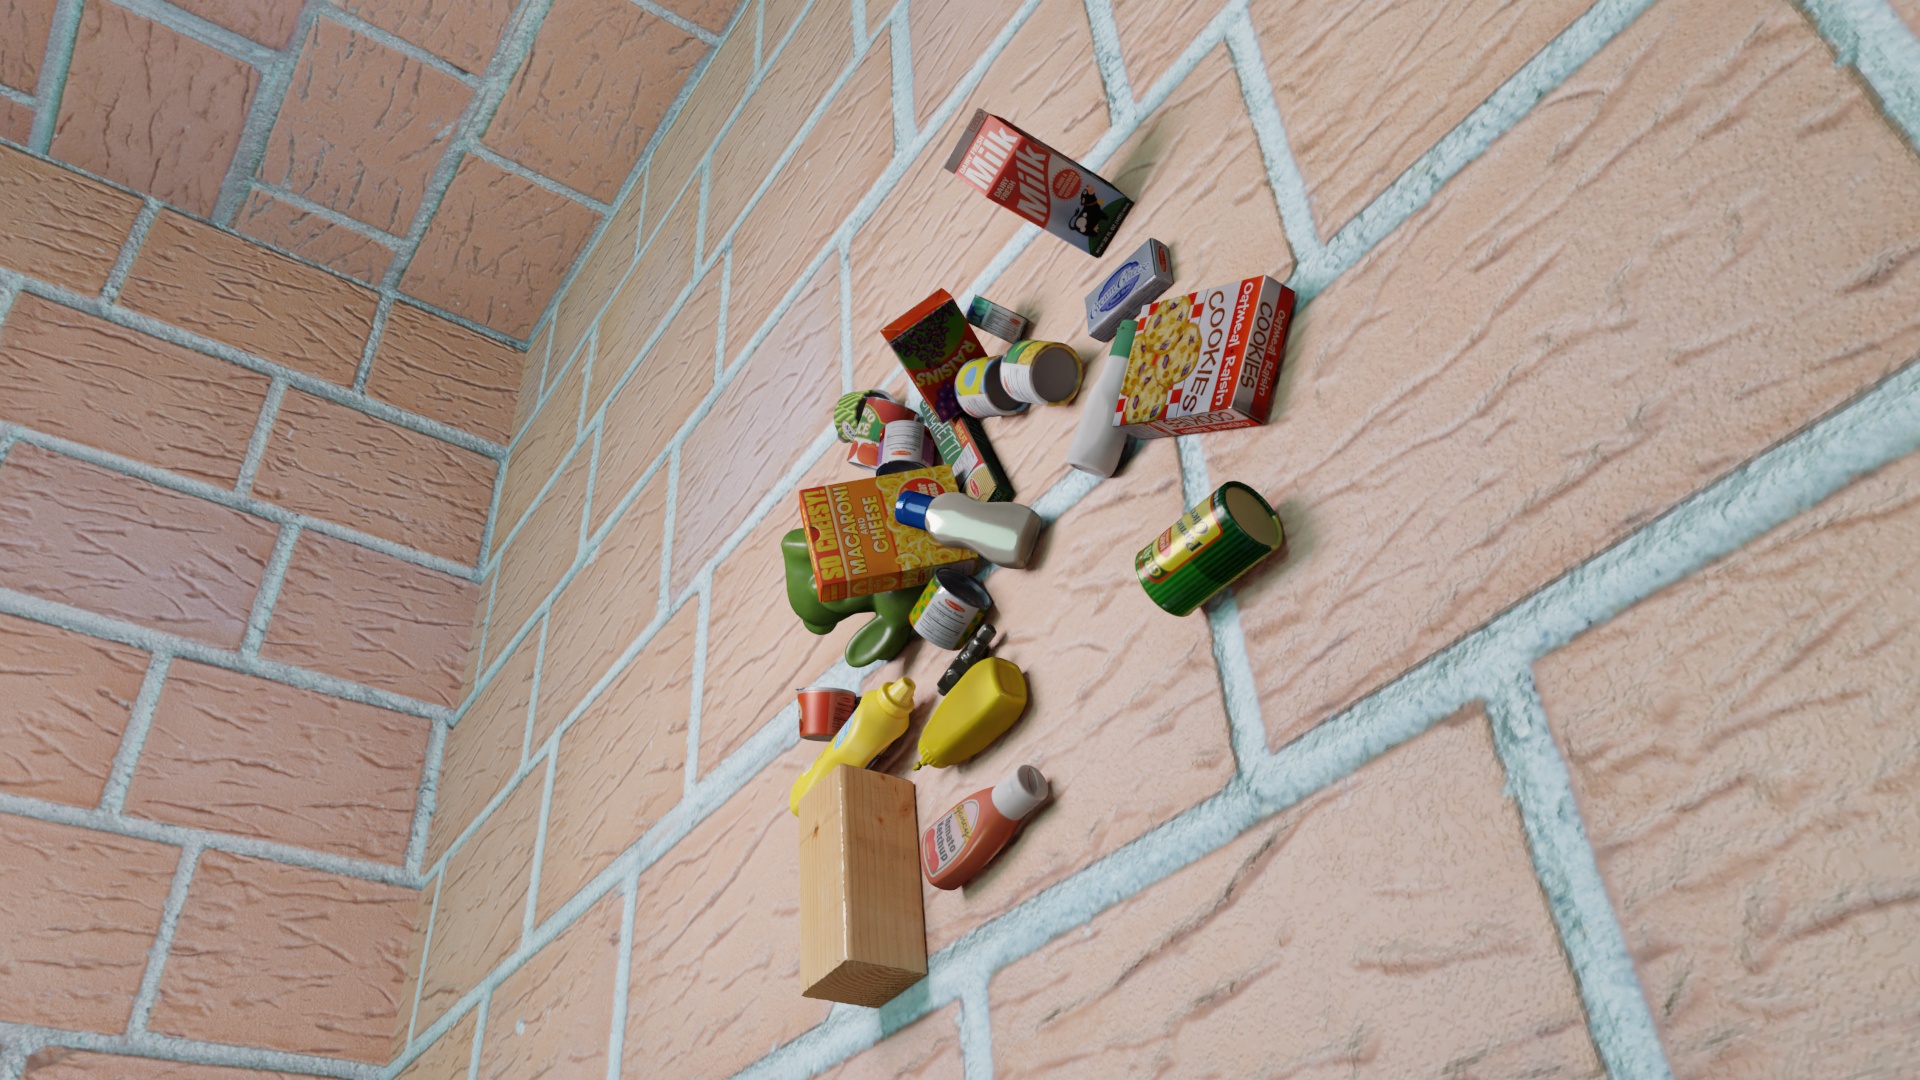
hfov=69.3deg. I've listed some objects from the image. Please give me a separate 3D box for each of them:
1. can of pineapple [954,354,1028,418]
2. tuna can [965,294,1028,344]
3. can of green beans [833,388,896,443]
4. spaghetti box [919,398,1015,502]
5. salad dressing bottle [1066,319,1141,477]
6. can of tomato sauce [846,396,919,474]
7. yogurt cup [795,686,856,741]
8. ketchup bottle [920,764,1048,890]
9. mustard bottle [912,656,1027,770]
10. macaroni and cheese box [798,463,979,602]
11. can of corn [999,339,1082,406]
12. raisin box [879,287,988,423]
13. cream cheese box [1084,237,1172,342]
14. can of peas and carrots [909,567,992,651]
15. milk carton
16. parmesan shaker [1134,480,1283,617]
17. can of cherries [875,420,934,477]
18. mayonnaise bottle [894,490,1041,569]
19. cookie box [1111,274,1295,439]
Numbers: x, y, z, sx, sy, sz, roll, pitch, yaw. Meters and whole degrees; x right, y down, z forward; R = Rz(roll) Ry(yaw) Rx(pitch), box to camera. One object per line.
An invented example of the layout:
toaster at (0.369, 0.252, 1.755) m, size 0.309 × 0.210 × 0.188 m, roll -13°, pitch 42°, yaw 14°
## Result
can of pineapple at (0.037, -0.167, 1.491) m, size 0.058 × 0.071 × 0.071 m, roll 2°, pitch 73°, yaw 59°
tuna can at (0.038, -0.245, 1.541) m, size 0.032 × 0.071 × 0.071 m, roll -65°, pitch 29°, yaw 8°
can of green beans at (-0.117, -0.155, 1.740) m, size 0.058 × 0.071 × 0.071 m, roll 2°, pitch 73°, yaw 59°
spaghetti box at (0.004, -0.105, 1.542) m, size 0.050 × 0.028 × 0.251 m, roll -55°, pitch 32°, yaw 23°
salad dressing bottle at (0.145, -0.135, 1.313) m, size 0.147 × 0.044 × 0.064 m, roll -70°, pitch 18°, yaw -5°
can of tomato sauce at (-0.096, -0.125, 1.680) m, size 0.071 × 0.071 × 0.083 m, roll 9°, pitch 80°, yaw 60°
yogurt cup at (-0.153, 0.197, 1.569) m, size 0.072 × 0.072 × 0.054 m, roll -21°, pitch 62°, yaw 53°
ketchup bottle at (0.022, 0.256, 1.258) m, size 0.148 × 0.043 × 0.065 m, roll -46°, pitch 36°, yaw 33°
mustard bottle at (0.002, 0.177, 1.338) m, size 0.159 × 0.049 × 0.065 m, roll -47°, pitch 36°, yaw 34°
macaroni and cheese box at (-0.077, -0.010, 1.457) m, size 0.040 × 0.167 × 0.124 m, roll 97°, pitch 160°, yaw -57°
can of corn at (0.085, -0.173, 1.418) m, size 0.058 × 0.071 × 0.071 m, roll 19°, pitch 88°, yaw 60°
raisin box at (-0.019, -0.201, 1.521) m, size 0.086 × 0.123 × 0.040 m, roll -35°, pitch 35°, yaw -2°
cream cheese box at (0.165, -0.246, 1.374) m, size 0.103 × 0.024 × 0.053 m, roll -39°, pitch 40°, yaw 41°
can of peas and carrots at (-0.010, 0.070, 1.415) m, size 0.058 × 0.071 × 0.071 m, roll -58°, pitch 31°, yaw 20°
milk carton at (0.077, -0.372, 1.433) m, size 0.072 × 0.190 × 0.074 m, roll -58°, pitch 31°, yaw 19°
parmesan shaker at (0.198, 0.005, 1.110) m, size 0.102 × 0.071 × 0.071 m, roll -43°, pitch 38°, yaw 37°
can of cherries at (-0.064, -0.097, 1.615) m, size 0.071 × 0.071 × 0.058 m, roll -34°, pitch 43°, yaw 45°
mayonnaise bottle at (0.005, -0.018, 1.397) m, size 0.148 × 0.041 × 0.065 m, roll 16°, pitch 79°, yaw 27°
cookie box at (0.212, -0.157, 1.221) m, size 0.167 × 0.040 × 0.123 m, roll -2°, pitch 69°, yaw 60°
